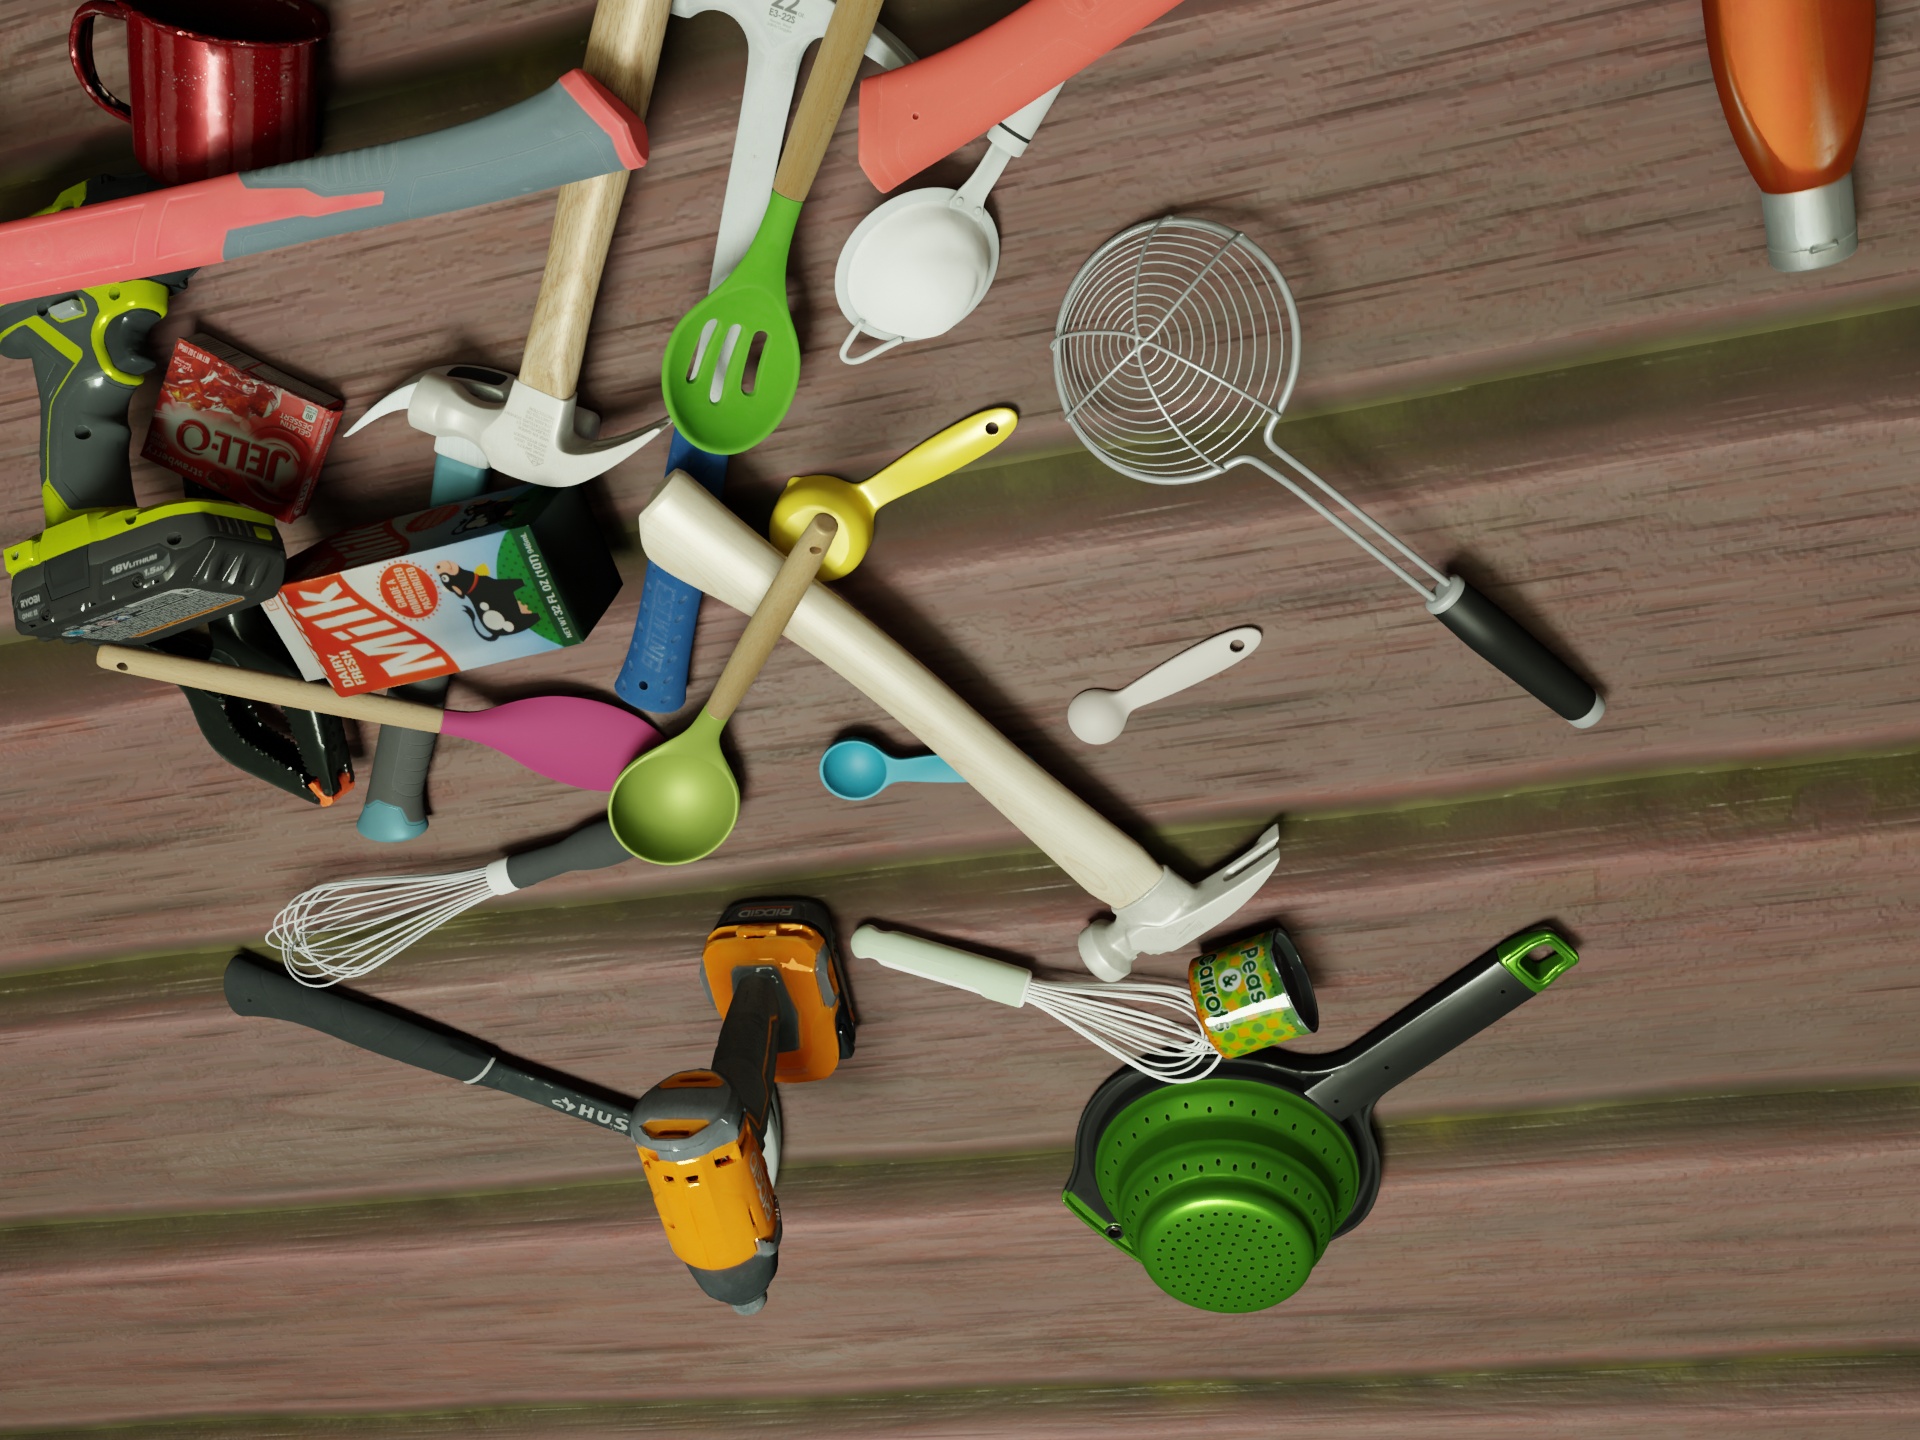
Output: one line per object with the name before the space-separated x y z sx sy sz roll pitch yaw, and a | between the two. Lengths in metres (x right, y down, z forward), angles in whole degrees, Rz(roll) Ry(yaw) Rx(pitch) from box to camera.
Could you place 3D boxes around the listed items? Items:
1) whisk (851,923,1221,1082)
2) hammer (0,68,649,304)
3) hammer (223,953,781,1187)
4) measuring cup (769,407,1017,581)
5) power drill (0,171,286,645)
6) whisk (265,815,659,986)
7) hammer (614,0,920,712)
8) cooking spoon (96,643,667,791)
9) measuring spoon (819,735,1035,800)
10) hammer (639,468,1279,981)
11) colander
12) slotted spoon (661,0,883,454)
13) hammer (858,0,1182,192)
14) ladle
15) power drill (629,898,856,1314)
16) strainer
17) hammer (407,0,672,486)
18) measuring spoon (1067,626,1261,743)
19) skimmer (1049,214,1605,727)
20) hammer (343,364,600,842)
whisk | 0.048 0.173 1.010 0.246 0.057 0.059 16 84 4
hammer | -0.329 -0.217 0.733 0.386 0.038 0.143 -9 107 6
hammer | -0.318 0.249 1.117 0.409 0.036 0.149 21 120 -3
measuring cup | -0.037 -0.124 0.854 0.156 0.029 0.062 -26 113 24
power drill | -0.429 -0.163 0.818 0.171 0.080 0.223 -15 84 19
whisk | -0.321 0.109 1.027 0.284 0.070 0.070 -18 116 13
hammer | -0.125 -0.177 0.834 0.144 0.035 0.405 17 121 -1
cooking spoon | -0.330 -0.004 0.932 0.318 0.017 0.068 12 125 -18
measuring spoon | -0.020 0.024 0.952 0.128 0.021 0.042 -2 121 0
hammer | -0.001 -0.003 0.891 0.410 0.038 0.146 39 122 -20
colander | 0.227 0.269 1.007 0.204 0.095 0.397 39 119 -14
slotted spoon | -0.068 -0.267 0.734 0.070 0.031 0.313 9 123 -29
hammer | 0.113 -0.330 0.679 0.359 0.037 0.149 -30 112 14
ladle | -0.124 -0.008 0.860 0.078 0.062 0.320 13 148 -19
power drill | -0.125 0.233 0.963 0.084 0.227 0.164 -4 120 11
strainer | 0.018 -0.267 0.750 0.086 0.050 0.258 12 121 -42
hammer | -0.171 -0.259 0.754 0.130 0.031 0.331 23 121 -2
measuring spoon | 0.115 -0.019 0.899 0.124 0.018 0.034 -28 112 23
skimmer | 0.204 -0.113 0.825 0.363 0.090 0.127 33 118 -22
hammer | -0.310 -0.056 0.936 0.128 0.033 0.330 21 121 -5
